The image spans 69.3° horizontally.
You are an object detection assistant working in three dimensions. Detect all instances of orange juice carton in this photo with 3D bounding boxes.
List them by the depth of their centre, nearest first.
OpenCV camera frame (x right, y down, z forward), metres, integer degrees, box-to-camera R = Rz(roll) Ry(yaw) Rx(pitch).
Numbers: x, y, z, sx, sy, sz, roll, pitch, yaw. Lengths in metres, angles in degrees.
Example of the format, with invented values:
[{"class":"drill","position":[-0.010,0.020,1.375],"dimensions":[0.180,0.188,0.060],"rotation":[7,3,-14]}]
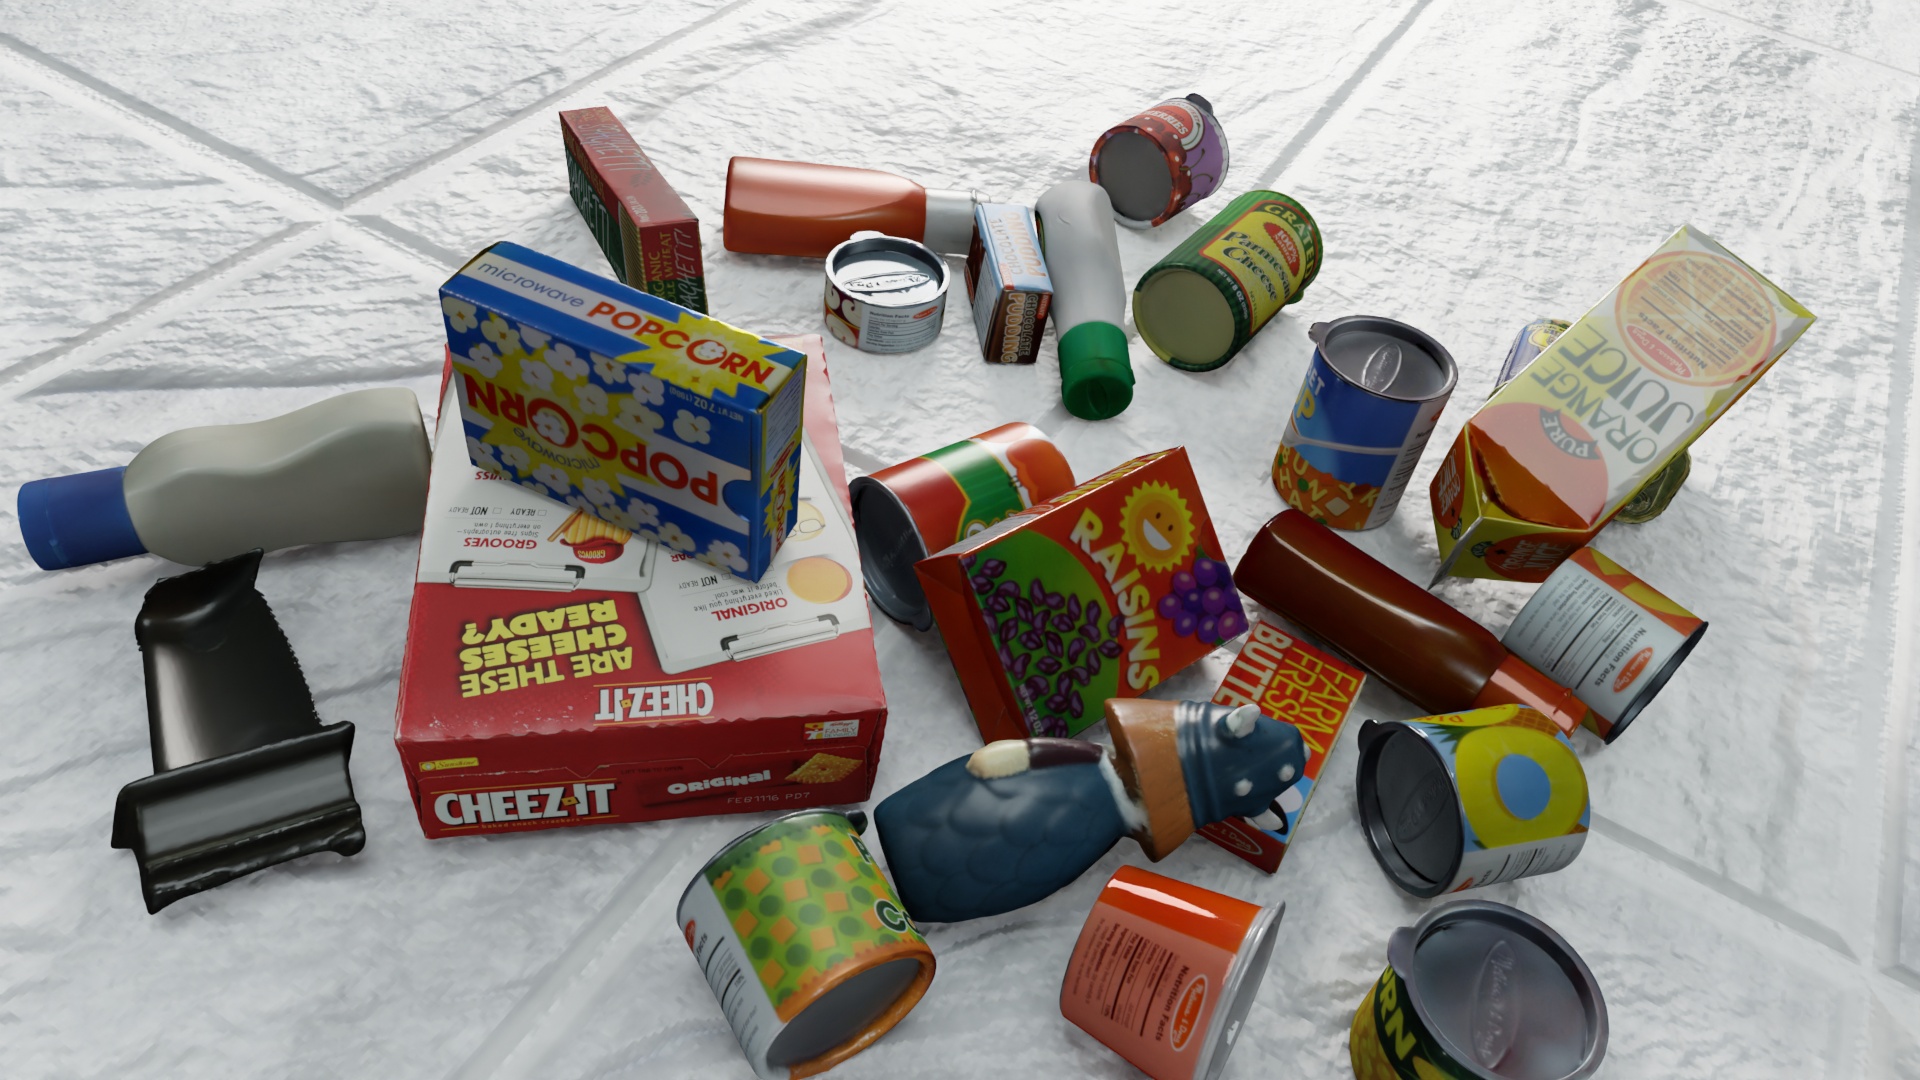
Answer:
[{"class":"orange juice carton","position":[0.288,-0.050,0.640],"dimensions":[0.193,0.071,0.073],"rotation":[-41,71,-9]}]

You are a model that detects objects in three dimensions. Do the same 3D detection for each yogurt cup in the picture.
[{"class":"yogurt cup","position":[0.068,0.144,0.461],"dimensions":[0.054,0.072,0.073],"rotation":[21,44,22]}]

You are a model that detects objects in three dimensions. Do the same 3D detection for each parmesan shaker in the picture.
[{"class":"parmesan shaker","position":[0.150,-0.141,0.767],"dimensions":[0.071,0.071,0.103],"rotation":[30,48,20]}]

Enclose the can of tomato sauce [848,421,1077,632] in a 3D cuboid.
[{"class":"can of tomato sauce","position":[0.002,-0.008,0.600],"dimensions":[0.083,0.070,0.071],"rotation":[-23,53,-30]}]

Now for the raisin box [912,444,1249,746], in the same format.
[{"class":"raisin box","position":[0.052,0.023,0.565],"dimensions":[0.124,0.040,0.086],"rotation":[-25,97,-32]}]

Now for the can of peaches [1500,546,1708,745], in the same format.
[{"class":"can of peaches","position":[0.276,0.045,0.601],"dimensions":[0.071,0.070,0.058],"rotation":[-29,56,-33]}]

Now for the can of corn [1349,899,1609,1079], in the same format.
[{"class":"can of corn","position":[0.168,0.163,0.463],"dimensions":[0.071,0.058,0.071],"rotation":[5,44,-5]}]

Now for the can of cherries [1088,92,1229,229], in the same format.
[{"class":"can of cherries","position":[0.121,-0.233,0.849],"dimensions":[0.071,0.071,0.059],"rotation":[36,50,24]}]

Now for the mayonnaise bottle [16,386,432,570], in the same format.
[{"class":"mayonnaise bottle","position":[-0.292,-0.021,0.563],"dimensions":[0.148,0.064,0.041],"rotation":[-12,45,-17]}]

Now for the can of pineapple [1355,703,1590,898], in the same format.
[{"class":"can of pineapple","position":[0.193,0.096,0.529],"dimensions":[0.058,0.070,0.071],"rotation":[-5,46,-17]}]

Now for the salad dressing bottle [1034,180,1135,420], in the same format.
[{"class":"salad dressing bottle","position":[0.067,-0.130,0.745],"dimensions":[0.044,0.064,0.148],"rotation":[-11,51,11]}]

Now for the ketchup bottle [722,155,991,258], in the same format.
[{"class":"ketchup bottle","position":[-0.058,-0.185,0.786],"dimensions":[0.149,0.043,0.065],"rotation":[3,45,-8]}]

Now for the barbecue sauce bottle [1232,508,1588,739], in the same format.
[{"class":"barbecue sauce bottle","position":[0.192,0.042,0.596],"dimensions":[0.149,0.043,0.065],"rotation":[35,19,22]}]

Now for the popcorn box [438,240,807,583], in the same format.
[{"class":"popcorn box","position":[-0.120,-0.046,0.500],"dimensions":[0.127,0.084,0.038],"rotation":[22,46,11]}]

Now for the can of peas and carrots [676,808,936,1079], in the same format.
[{"class":"can of peas and carrots","position":[-0.047,0.130,0.450],"dimensions":[0.071,0.070,0.059],"rotation":[-19,52,-27]}]

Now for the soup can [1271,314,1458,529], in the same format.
[{"class":"soup can","position":[0.191,-0.058,0.674],"dimensions":[0.071,0.083,0.072],"rotation":[6,44,-5]}]

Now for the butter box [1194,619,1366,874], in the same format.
[{"class":"butter box","position":[0.123,0.081,0.562],"dimensions":[0.053,0.024,0.104],"rotation":[27,47,15]}]

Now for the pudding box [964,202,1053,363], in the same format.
[{"class":"pudding box","position":[0.025,-0.140,0.751],"dimensions":[0.030,0.049,0.084],"rotation":[1,45,-12]}]

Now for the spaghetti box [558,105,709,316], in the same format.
[{"class":"spaghetti box","position":[-0.168,-0.169,0.696],"dimensions":[0.029,0.050,0.251],"rotation":[-11,31,-19]}]

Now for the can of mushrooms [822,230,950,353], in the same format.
[{"class":"can of mushrooms","position":[-0.041,-0.133,0.744],"dimensions":[0.071,0.033,0.071],"rotation":[5,45,-5]}]
